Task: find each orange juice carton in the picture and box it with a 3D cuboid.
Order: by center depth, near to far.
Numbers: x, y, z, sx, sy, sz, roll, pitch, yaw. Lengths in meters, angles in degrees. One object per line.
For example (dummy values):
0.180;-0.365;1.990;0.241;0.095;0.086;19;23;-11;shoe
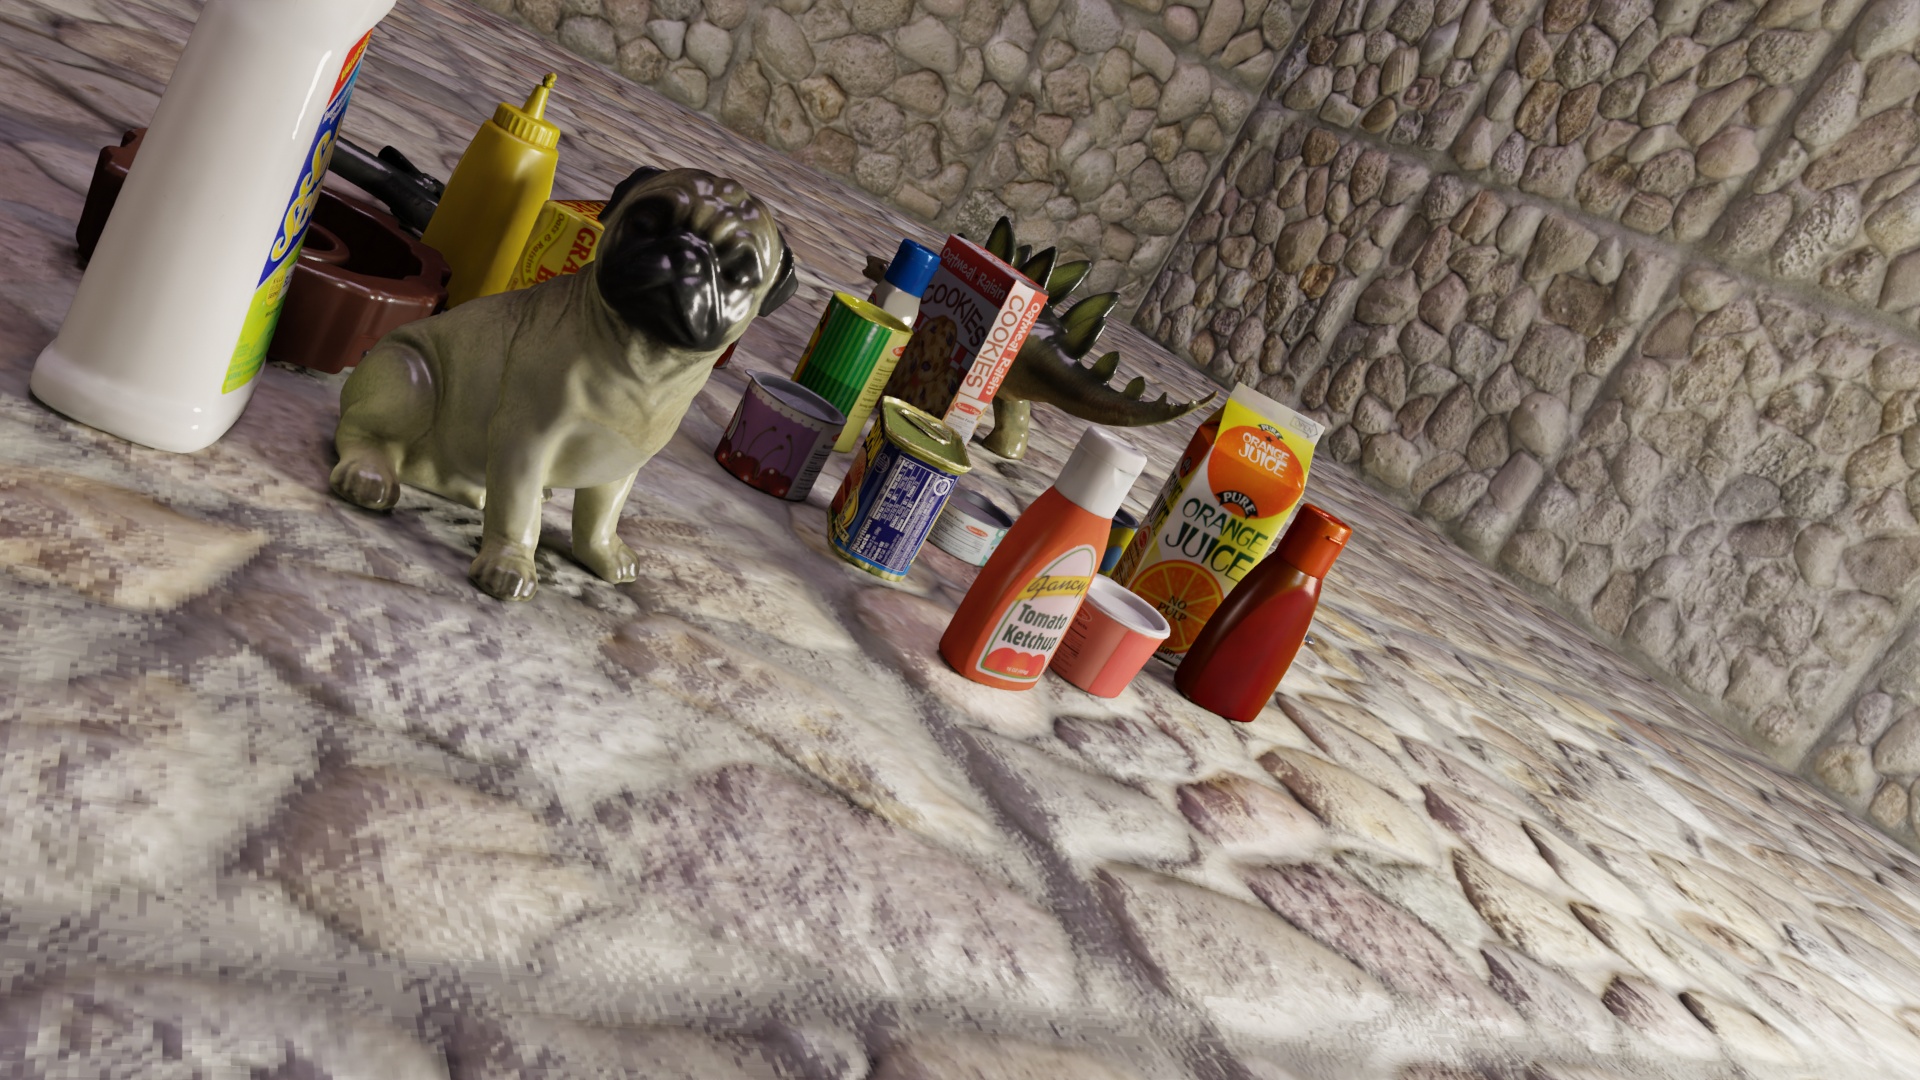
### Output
0.175;-0.012;0.972;0.072;0.192;0.073;28;14;-6;orange juice carton

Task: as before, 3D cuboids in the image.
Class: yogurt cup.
0.085;0.059;0.842;0.072;0.053;0.072;27;15;-8;yogurt cup

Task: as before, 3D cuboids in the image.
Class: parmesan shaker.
-0.089;-0.125;1.034;0.071;0.102;0.071;27;15;-8;parmesan shaker

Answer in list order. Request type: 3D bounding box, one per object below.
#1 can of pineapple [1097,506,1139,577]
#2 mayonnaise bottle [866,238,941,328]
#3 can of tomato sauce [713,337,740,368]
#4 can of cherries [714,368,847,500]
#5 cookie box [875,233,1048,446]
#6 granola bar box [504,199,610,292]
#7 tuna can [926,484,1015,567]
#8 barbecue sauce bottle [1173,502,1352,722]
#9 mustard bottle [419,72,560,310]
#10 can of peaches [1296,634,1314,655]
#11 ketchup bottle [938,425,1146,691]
0.095;-0.003;1.059;0.071;0.057;0.071;27;15;-8;can of pineapple
-0.067;-0.182;1.175;0.041;0.147;0.065;23;16;-24;mayonnaise bottle
-0.195;-0.185;1.076;0.071;0.083;0.071;27;15;-8;can of tomato sauce
-0.116;-0.067;0.880;0.071;0.058;0.072;27;15;-8;can of cherries
-0.005;-0.167;1.200;0.040;0.167;0.123;18;18;-38;cookie box
-0.210;-0.129;0.782;0.039;0.124;0.166;29;15;-2;granola bar box
0.003;-0.012;0.968;0.071;0.032;0.071;27;15;-8;tuna can
0.203;0.047;0.916;0.065;0.148;0.044;23;16;-24;barbecue sauce bottle
-0.288;-0.221;0.872;0.049;0.159;0.065;32;14;9;mustard bottle
0.208;0.078;0.999;0.071;0.058;0.071;27;15;-8;can of peaches
0.048;0.010;0.752;0.065;0.148;0.044;16;19;-42;ketchup bottle
